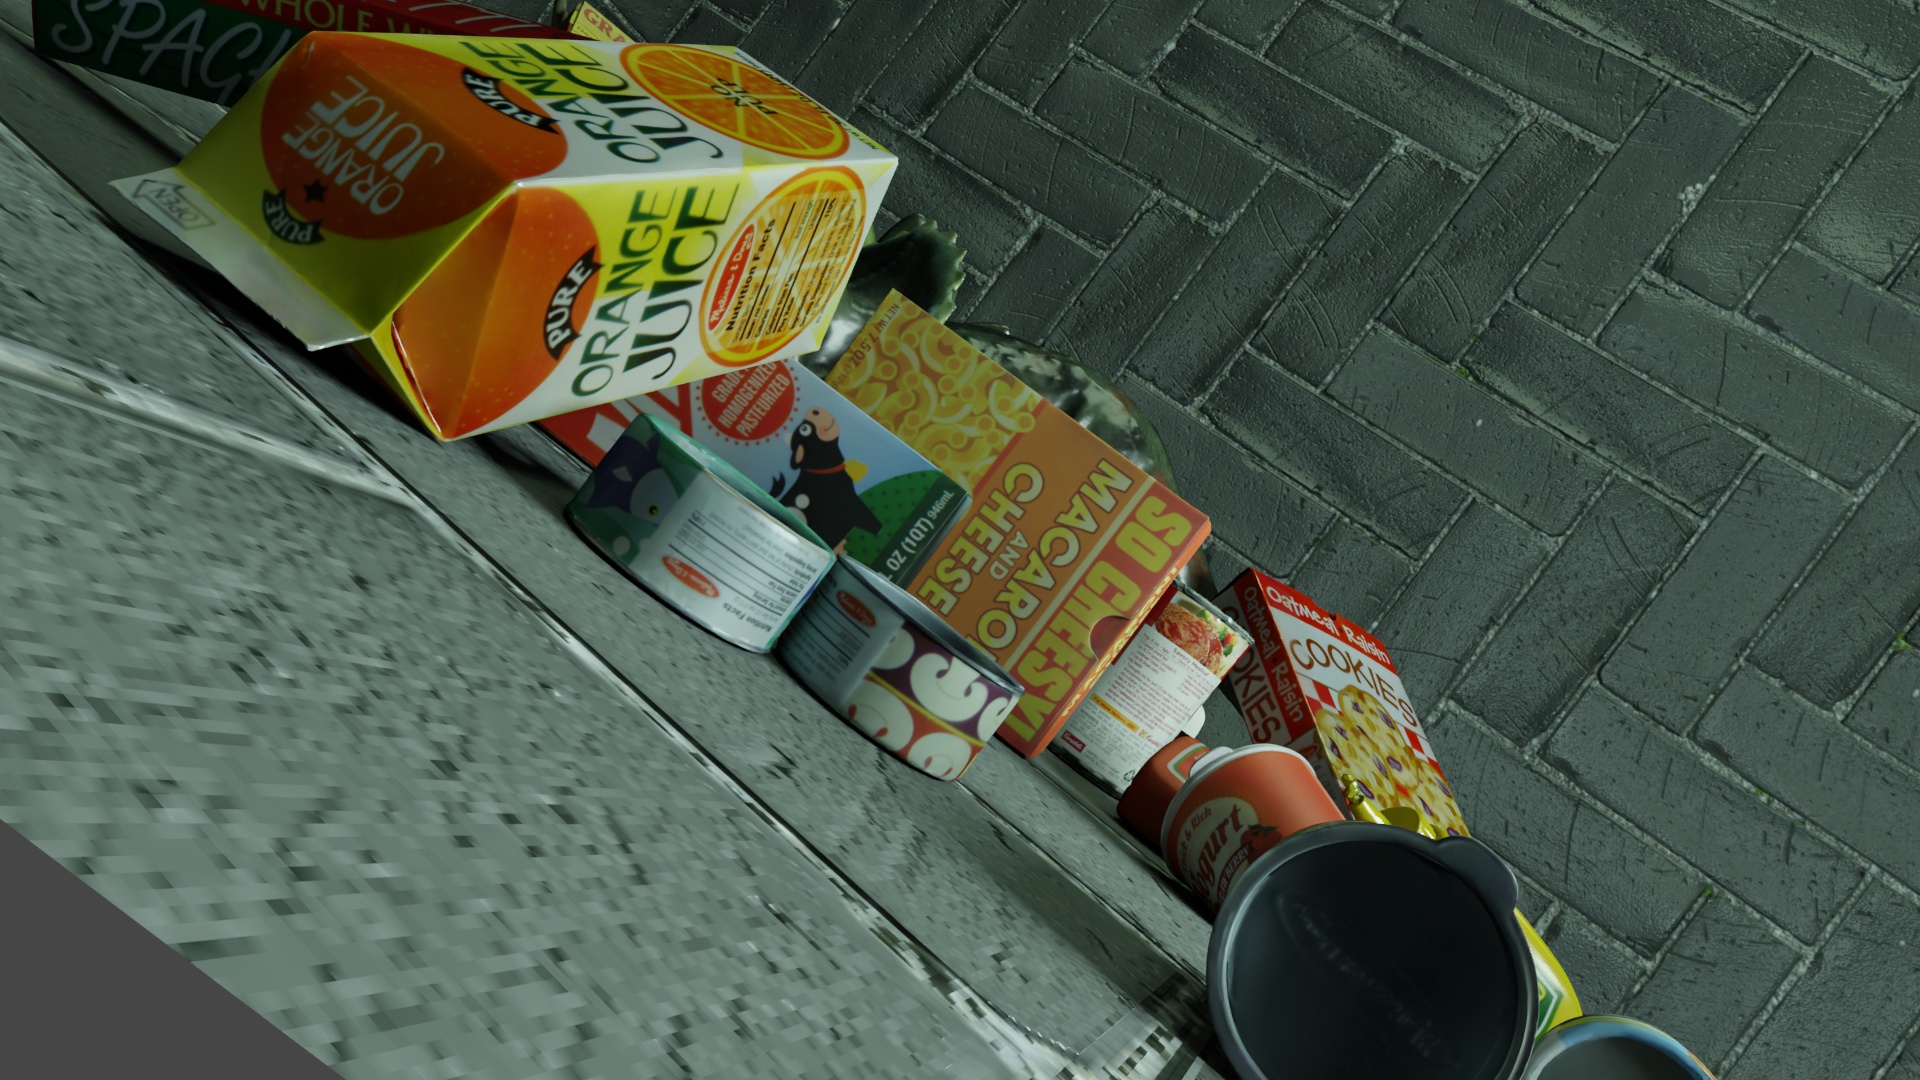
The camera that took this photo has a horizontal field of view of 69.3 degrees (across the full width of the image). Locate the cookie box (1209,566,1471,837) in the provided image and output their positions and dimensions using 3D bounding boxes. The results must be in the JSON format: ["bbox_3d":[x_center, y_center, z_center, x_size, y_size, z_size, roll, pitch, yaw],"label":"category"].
[{"bbox_3d":[0.200,0.105,0.722,0.123,0.040,0.168,27,35,-34],"label":"cookie box"}]

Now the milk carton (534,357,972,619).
[{"bbox_3d":[-0.092,-0.046,0.499,0.190,0.072,0.073,37,1,1],"label":"milk carton"}]

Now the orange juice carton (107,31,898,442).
[{"bbox_3d":[-0.107,-0.083,0.366,0.072,0.072,0.193,38,32,17],"label":"orange juice carton"}]

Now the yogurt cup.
[{"bbox_3d":[0.116,0.118,0.516,0.072,0.072,0.054,37,8,-32],"label":"yogurt cup"}]

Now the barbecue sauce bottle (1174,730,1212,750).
[{"bbox_3d":[0.116,0.128,0.817,0.065,0.043,0.148,36,0,41],"label":"barbecue sauce bottle"}]

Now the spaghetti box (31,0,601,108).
[{"bbox_3d":[-0.179,-0.155,0.464,0.250,0.050,0.029,14,30,-5],"label":"spaghetti box"}]

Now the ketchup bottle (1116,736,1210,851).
[{"bbox_3d":[0.138,0.144,0.581,0.149,0.043,0.065,38,19,24],"label":"ketchup bottle"}]

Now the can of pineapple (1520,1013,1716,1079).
[{"bbox_3d":[0.219,0.192,0.457,0.071,0.071,0.058,37,1,28],"label":"can of pineapple"}]

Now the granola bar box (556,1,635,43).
[{"bbox_3d":[-0.199,-0.178,0.722,0.124,0.165,0.039,36,37,-33],"label":"granola bar box"}]

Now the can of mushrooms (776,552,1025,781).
[{"bbox_3d":[-0.016,0.037,0.394,0.071,0.033,0.071,37,0,0],"label":"can of mushrooms"}]

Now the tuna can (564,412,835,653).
[{"bbox_3d":[-0.069,-0.003,0.372,0.071,0.033,0.071,37,1,0],"label":"tuna can"}]

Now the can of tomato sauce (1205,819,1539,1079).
[{"bbox_3d":[0.095,0.098,0.327,0.071,0.071,0.083,37,0,17],"label":"can of tomato sauce"}]

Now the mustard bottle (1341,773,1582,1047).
[{"bbox_3d":[0.209,0.167,0.608,0.160,0.065,0.049,53,-1,-10],"label":"mustard bottle"}]

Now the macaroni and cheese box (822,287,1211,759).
[{"bbox_3d":[0.002,-0.007,0.587,0.166,0.123,0.040,37,3,11],"label":"macaroni and cheese box"}]
